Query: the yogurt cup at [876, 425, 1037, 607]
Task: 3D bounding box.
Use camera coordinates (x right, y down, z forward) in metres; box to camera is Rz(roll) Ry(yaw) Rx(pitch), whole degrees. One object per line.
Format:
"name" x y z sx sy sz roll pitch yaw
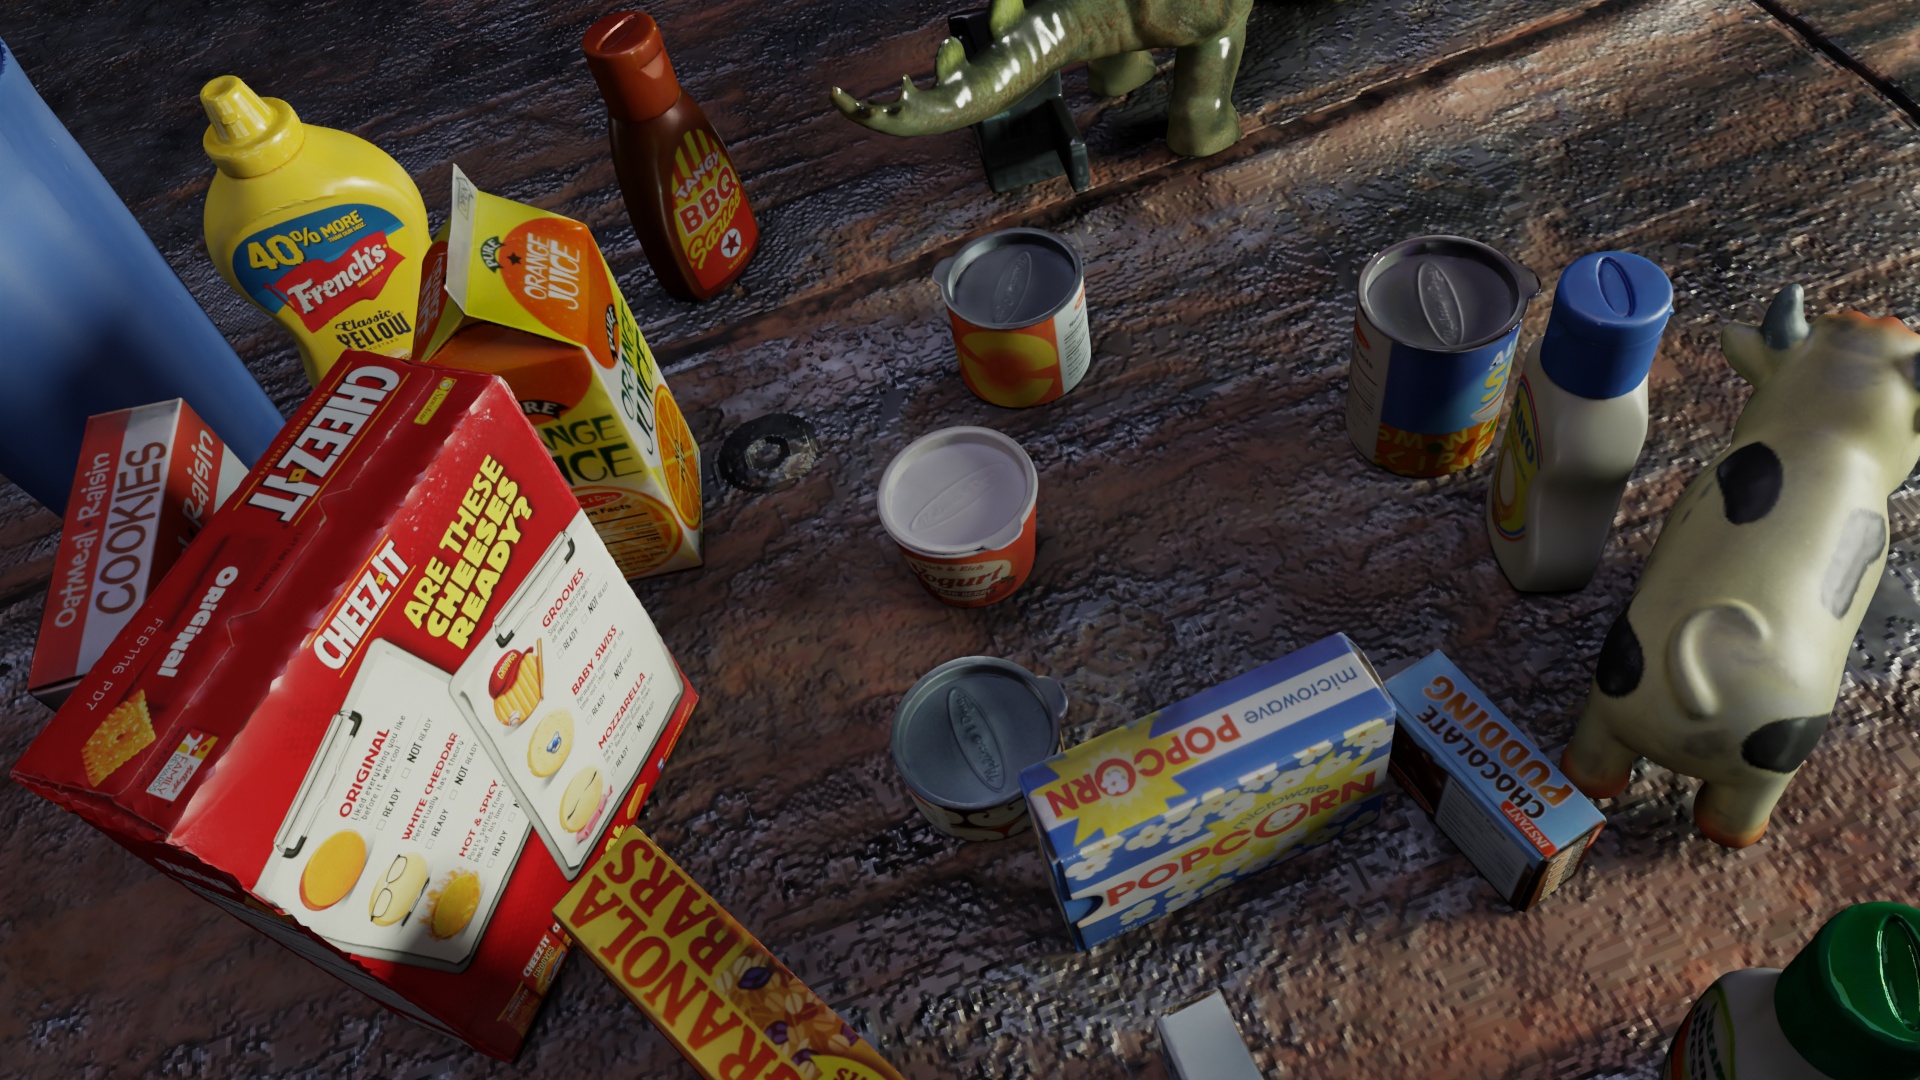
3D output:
"yogurt cup" 0.002 -0.008 0.599 0.072 0.053 0.073 -5 54 7

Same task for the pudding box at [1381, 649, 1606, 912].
"pudding box" 0.185 0.086 0.499 0.030 0.049 0.084 -30 55 -11

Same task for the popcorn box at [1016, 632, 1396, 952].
"popcorn box" 0.088 0.091 0.492 0.127 0.084 0.038 -23 54 -5

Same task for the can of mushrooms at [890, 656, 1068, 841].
"can of mushrooms" 0.010 0.081 0.547 0.071 0.033 0.071 -5 54 7

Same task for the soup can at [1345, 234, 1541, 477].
"soup can" 0.203 -0.077 0.592 0.071 0.083 0.072 -5 54 7

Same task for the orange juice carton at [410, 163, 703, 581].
"orange juice carton" -0.172 -0.062 0.587 0.073 0.191 0.072 -12 54 3

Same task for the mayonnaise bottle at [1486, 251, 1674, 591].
"mayonnaise bottle" 0.230 -0.043 0.522 0.041 0.147 0.065 -4 54 8

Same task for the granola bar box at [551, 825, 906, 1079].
"granola bar box" -0.044 0.174 0.434 0.166 0.123 0.039 33 67 29

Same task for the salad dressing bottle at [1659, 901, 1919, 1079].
"salad dressing bottle" 0.236 0.143 0.387 0.044 0.147 0.064 4 56 14

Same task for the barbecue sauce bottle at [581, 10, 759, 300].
"barbecue sauce bottle" -0.148 -0.194 0.704 0.044 0.147 0.065 22 62 24

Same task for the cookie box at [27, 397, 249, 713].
"cookie box" -0.284 0.044 0.547 0.040 0.166 0.123 -16 53 0

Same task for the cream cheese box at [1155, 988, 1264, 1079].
"cream cheese box" 0.094 0.199 0.433 0.024 0.053 0.104 -22 54 -5

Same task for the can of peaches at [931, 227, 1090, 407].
"can of peaches" 0.025 -0.106 0.663 0.071 0.057 0.071 -5 54 7
